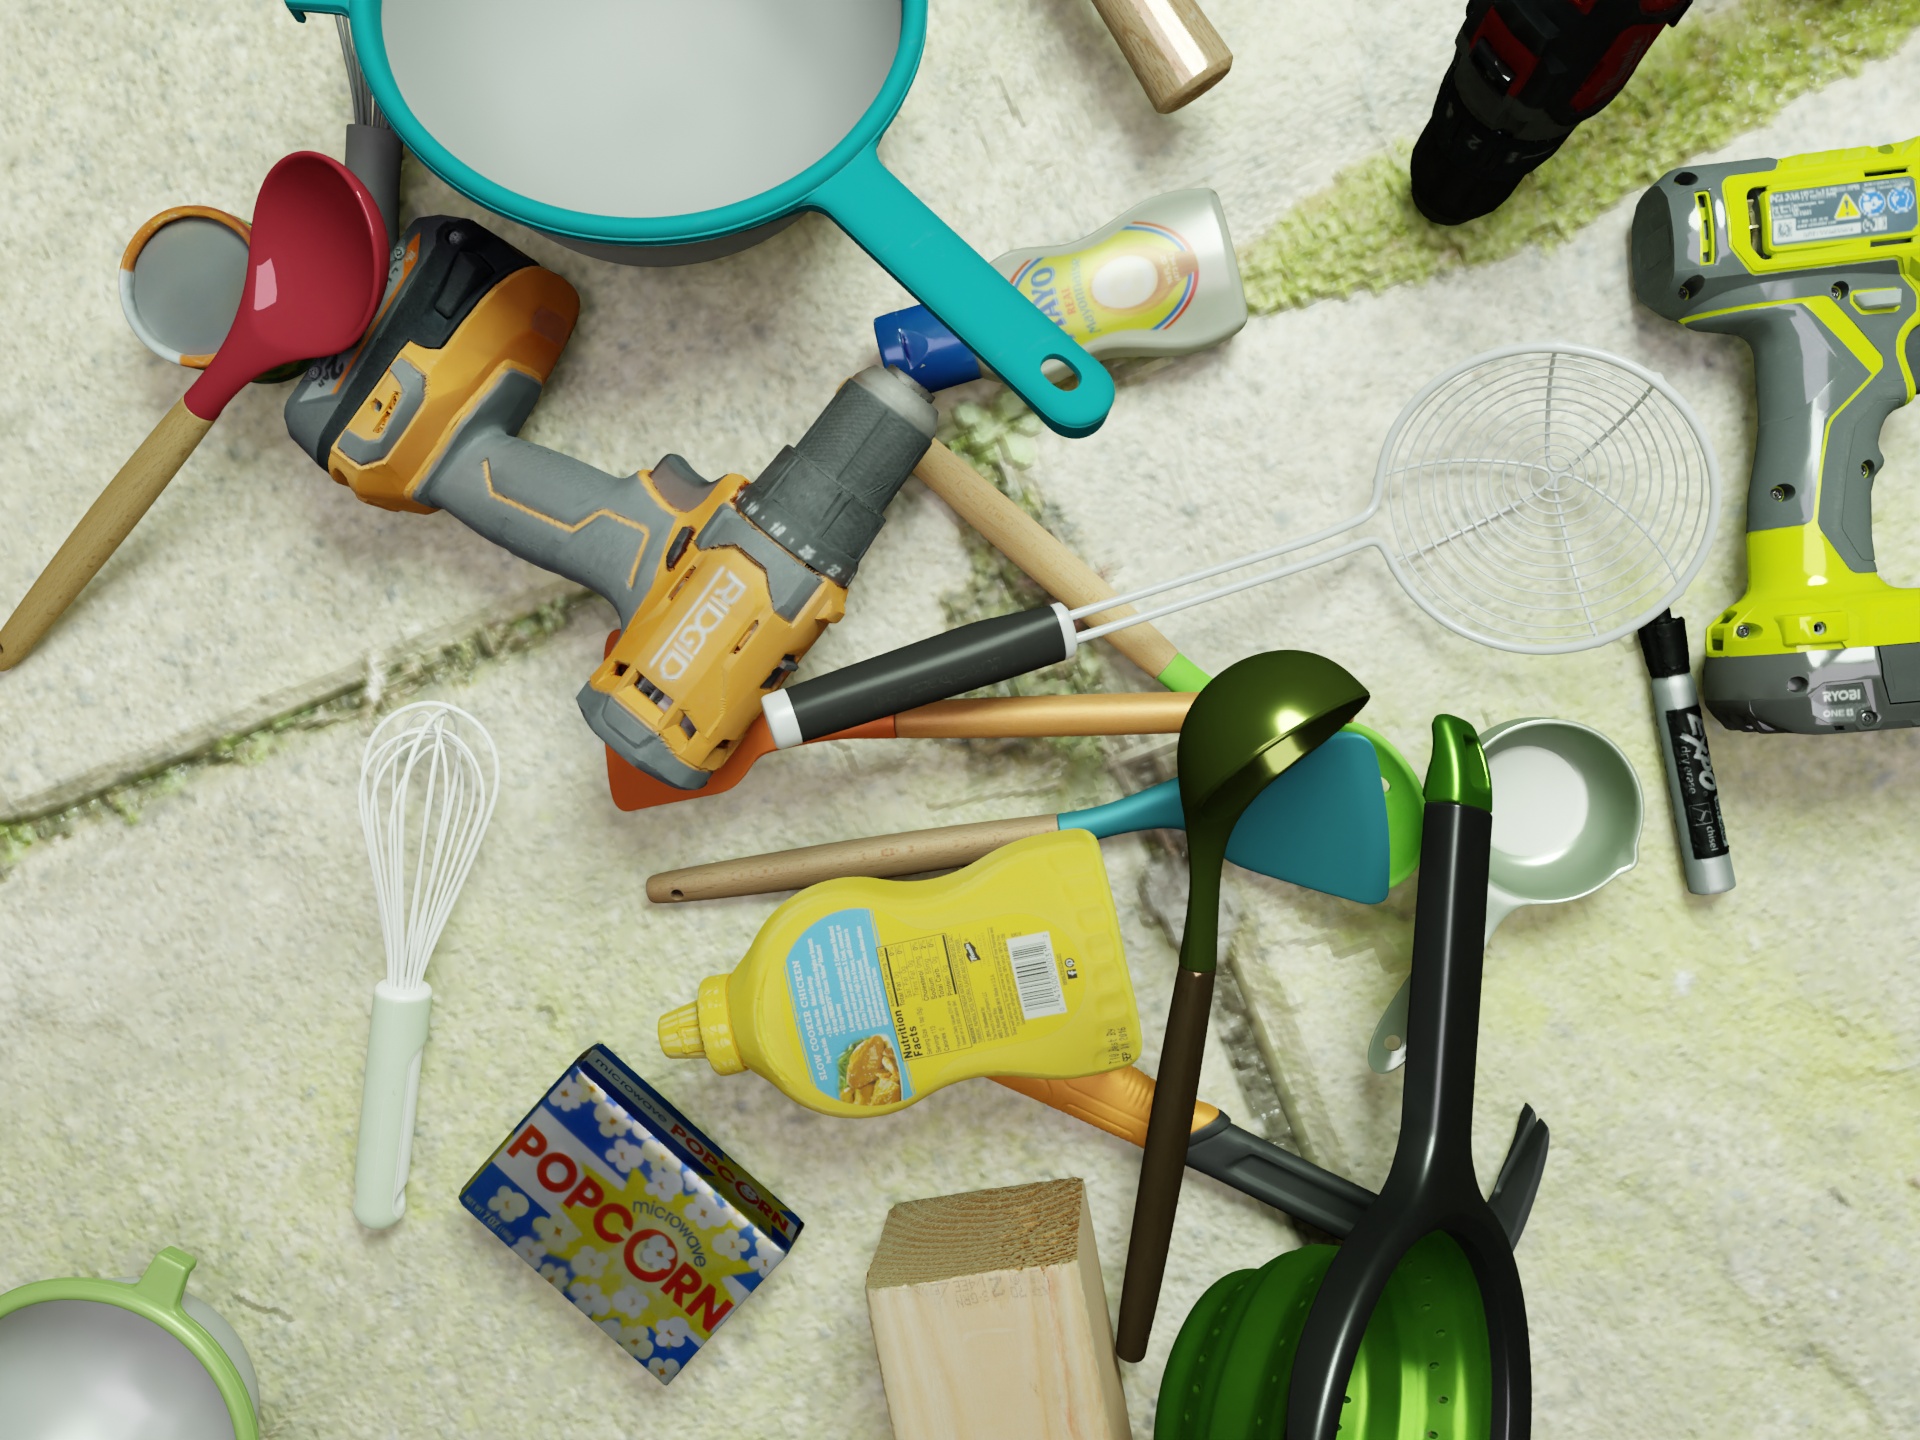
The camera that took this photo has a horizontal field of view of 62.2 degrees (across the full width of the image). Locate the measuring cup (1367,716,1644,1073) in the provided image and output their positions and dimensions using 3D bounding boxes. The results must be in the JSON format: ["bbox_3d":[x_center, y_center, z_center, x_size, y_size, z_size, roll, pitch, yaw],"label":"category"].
[{"bbox_3d":[0.217,0.074,0.667,0.083,0.038,0.167,31,99,1],"label":"measuring cup"}]

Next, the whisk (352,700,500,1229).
[{"bbox_3d":[-0.244,0.111,0.703,0.059,0.058,0.246,9,101,-5],"label":"whisk"}]

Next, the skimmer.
[{"bbox_3d":[0.104,-0.046,0.607,0.363,0.090,0.127,-18,110,-8],"label":"skimmer"}]

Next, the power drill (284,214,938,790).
[{"bbox_3d":[-0.135,-0.109,0.640,0.226,0.084,0.185,39,97,10],"label":"power drill"}]

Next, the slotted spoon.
[{"bbox_3d":[0.069,-0.042,0.672,0.314,0.031,0.070,41,114,2],"label":"slotted spoon"}]

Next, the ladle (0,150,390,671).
[{"bbox_3d":[-0.324,-0.111,0.651,0.315,0.031,0.069,-37,85,26],"label":"ladle"}]

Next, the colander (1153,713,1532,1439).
[{"bbox_3d":[0.148,0.194,0.620,0.094,0.204,0.397,0,80,39],"label":"colander"}]

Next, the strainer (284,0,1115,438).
[{"bbox_3d":[-0.074,-0.215,0.616,0.340,0.095,0.211,44,76,7],"label":"strainer"}]

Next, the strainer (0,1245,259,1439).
[{"bbox_3d":[-0.427,0.323,0.723,0.256,0.069,0.151,-14,96,6],"label":"strainer"}]

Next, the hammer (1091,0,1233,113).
[{"bbox_3d":[-0.001,-0.381,0.609,0.130,0.031,0.331,-33,94,8],"label":"hammer"}]

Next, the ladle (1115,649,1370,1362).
[{"bbox_3d":[0.100,0.125,0.627,0.062,0.078,0.320,20,112,35],"label":"ladle"}]

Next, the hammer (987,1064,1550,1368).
[{"bbox_3d":[0.079,0.160,0.687,0.337,0.034,0.127,25,97,2],"label":"hammer"}]

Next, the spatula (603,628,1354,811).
[{"bbox_3d":[-0.001,-0.002,0.667,0.322,0.041,0.081,-1,94,7],"label":"spatula"}]

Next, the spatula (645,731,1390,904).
[{"bbox_3d":[0.016,0.055,0.675,0.317,0.044,0.082,-9,118,8],"label":"spatula"}]

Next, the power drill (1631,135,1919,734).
[{"bbox_3d":[0.365,-0.111,0.620,0.171,0.080,0.223,-5,92,5],"label":"power drill"}]

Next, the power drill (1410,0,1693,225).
[{"bbox_3d":[0.271,-0.281,0.580,0.226,0.188,0.080,-35,81,-11],"label":"power drill"}]

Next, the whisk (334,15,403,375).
[{"bbox_3d":[-0.244,-0.247,0.672,0.055,0.055,0.239,9,101,3],"label":"whisk"}]
